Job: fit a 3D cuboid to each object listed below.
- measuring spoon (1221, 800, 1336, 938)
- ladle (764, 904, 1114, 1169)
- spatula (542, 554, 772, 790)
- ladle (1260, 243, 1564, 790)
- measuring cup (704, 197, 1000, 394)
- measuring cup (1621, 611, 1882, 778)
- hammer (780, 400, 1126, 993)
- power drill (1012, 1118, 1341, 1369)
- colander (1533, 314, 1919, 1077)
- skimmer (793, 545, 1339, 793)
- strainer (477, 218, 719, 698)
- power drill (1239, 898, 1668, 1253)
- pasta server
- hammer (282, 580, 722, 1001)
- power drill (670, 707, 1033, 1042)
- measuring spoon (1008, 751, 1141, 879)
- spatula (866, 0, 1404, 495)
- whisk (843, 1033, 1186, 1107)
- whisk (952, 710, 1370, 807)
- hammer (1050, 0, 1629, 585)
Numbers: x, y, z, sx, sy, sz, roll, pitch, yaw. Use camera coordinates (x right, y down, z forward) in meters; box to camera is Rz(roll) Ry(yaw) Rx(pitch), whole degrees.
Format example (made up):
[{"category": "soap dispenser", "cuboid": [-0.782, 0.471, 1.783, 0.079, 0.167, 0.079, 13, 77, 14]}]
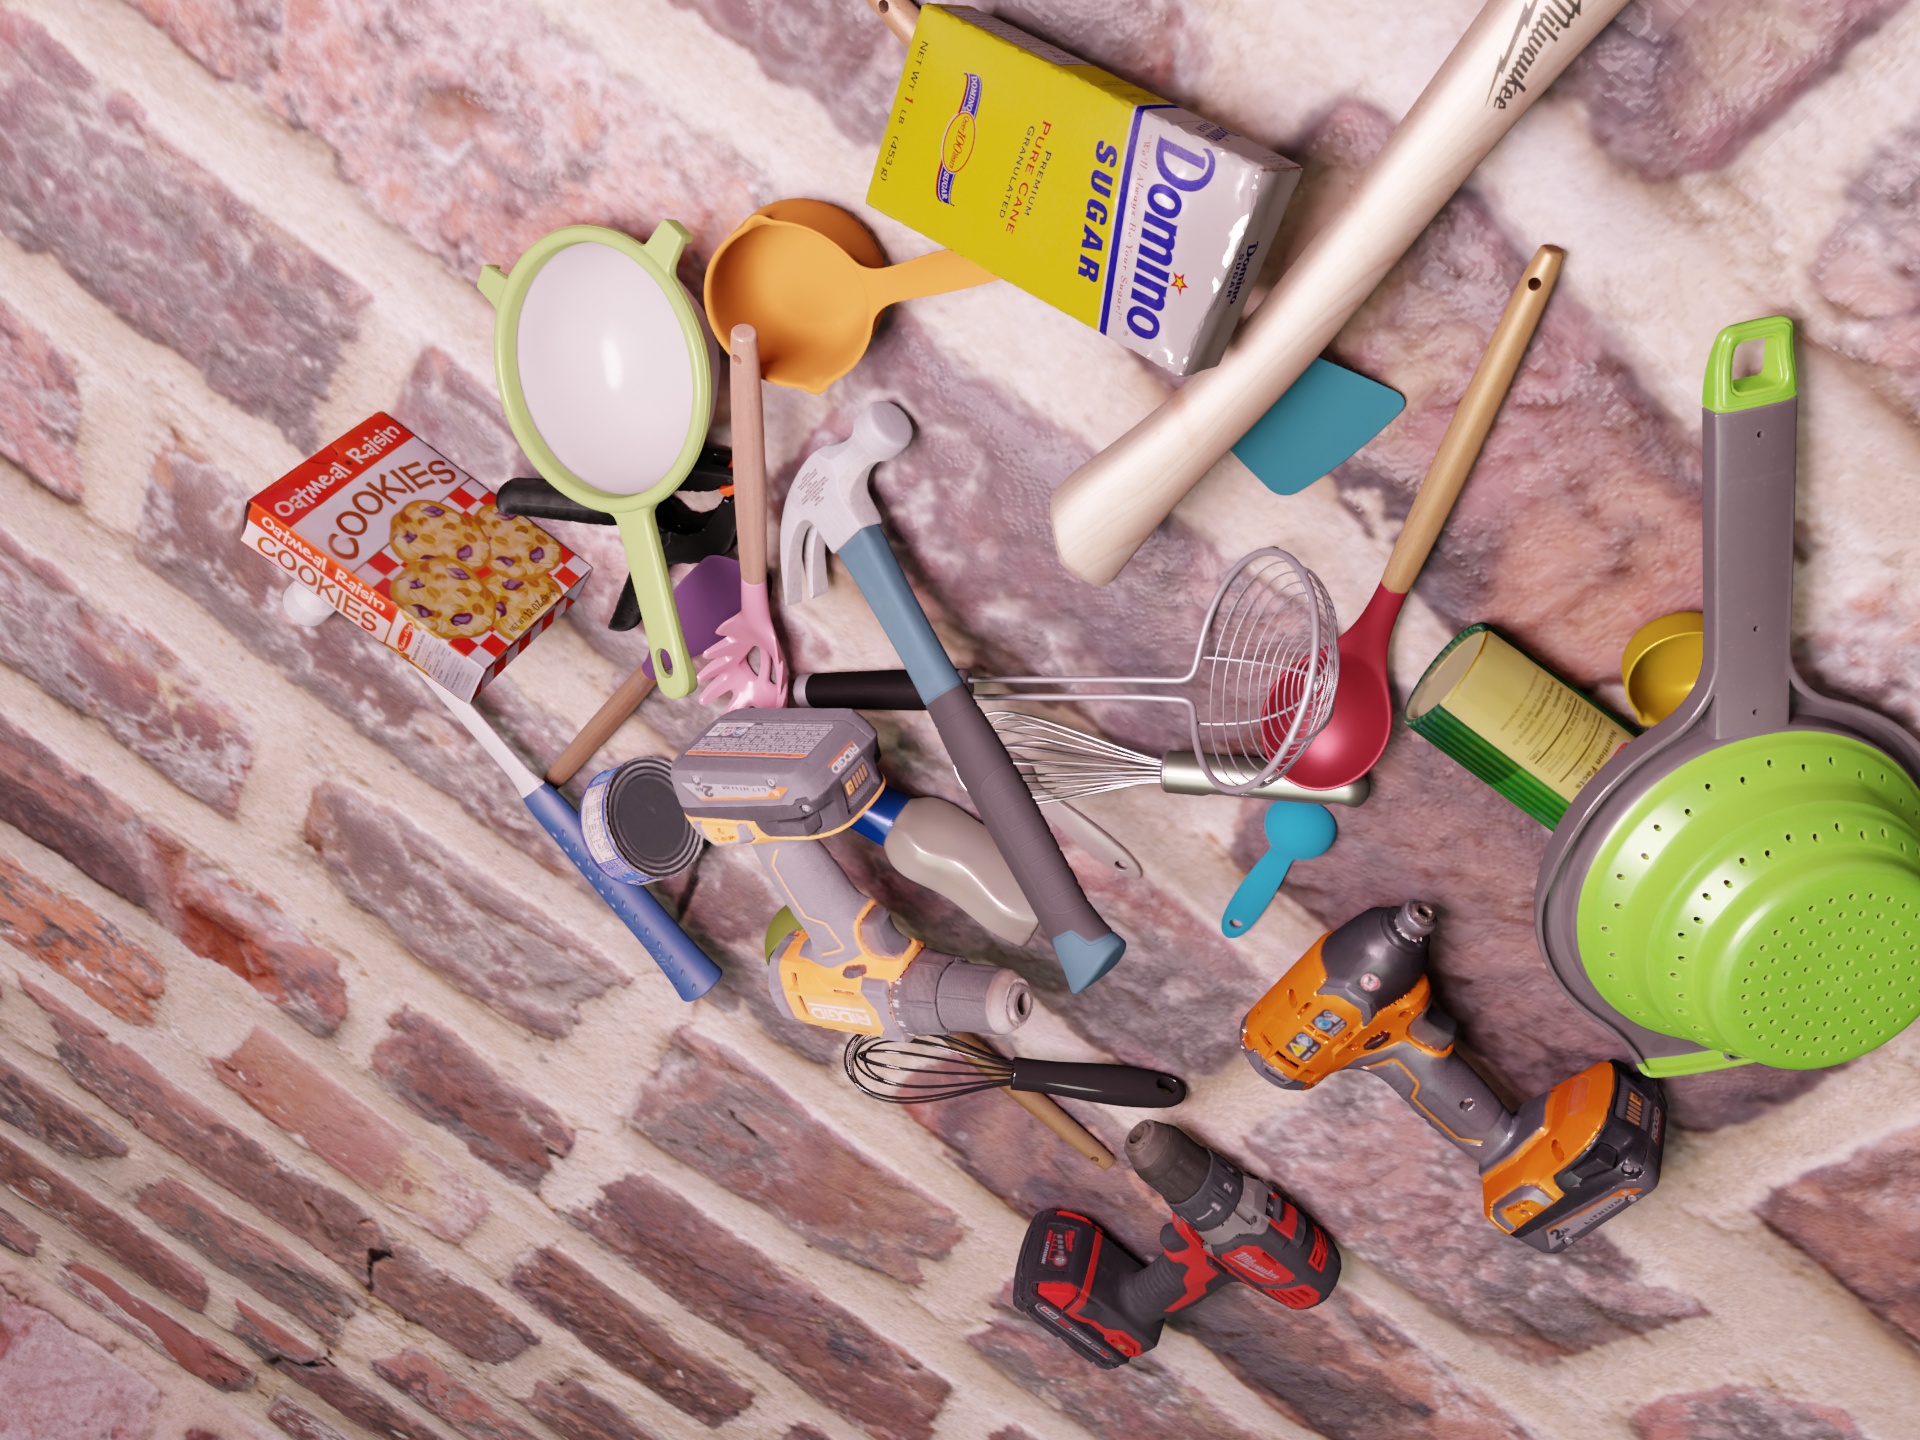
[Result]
[{"category": "measuring spoon", "cuboid": [0.184, 0.097, 0.956, 0.042, 0.021, 0.128, 27, 132, 5]}, {"category": "ladle", "cuboid": [-0.008, 0.233, 1.140, 0.320, 0.062, 0.078, 42, 124, -13]}, {"category": "spatula", "cuboid": [-0.214, -0.021, 1.057, 0.059, 0.018, 0.316, 17, 143, -31]}, {"category": "ladle", "cuboid": [0.223, -0.088, 0.787, 0.069, 0.031, 0.315, 28, 132, 14]}, {"category": "measuring cup", "cuboid": [-0.041, -0.225, 0.795, 0.173, 0.052, 0.095, -8, 124, 18]}, {"category": "measuring cup", "cuboid": [0.391, -0.004, 0.778, 0.156, 0.029, 0.062, 27, 127, -13]}, {"category": "hammer", "cuboid": [-0.001, -0.003, 0.879, 0.128, 0.033, 0.331, -34, 83, 44]}, {"category": "power drill", "cuboid": [0.138, 0.381, 1.165, 0.187, 0.080, 0.226, 41, 130, -16]}, {"category": "colander", "cuboid": [0.371, 0.023, 0.714, 0.204, 0.095, 0.396, -12, 115, 1]}, {"category": "skimmer", "cuboid": [0.039, -0.025, 0.884, 0.363, 0.127, 0.090, 0, 169, 32]}, {"category": "strainer", "cuboid": [-0.168, -0.142, 0.878, 0.151, 0.069, 0.256, -1, 107, 33]}, {"category": "power drill", "cuboid": [0.300, 0.204, 0.948, 0.226, 0.084, 0.164, 33, 133, 4]}, {"category": "pasta server", "cuboid": [-0.122, -0.095, 0.904, 0.060, 0.040, 0.316, 26, 146, 12]}, {"category": "hammer", "cuboid": [-0.306, 0.040, 1.121, 0.144, 0.035, 0.405, -24, 109, 44]}, {"category": "power drill", "cuboid": [-0.062, 0.105, 0.974, 0.185, 0.084, 0.226, 1, 124, 35]}, {"category": "measuring spoon", "cuboid": [0.063, 0.064, 0.993, 0.124, 0.018, 0.034, 38, 133, -7]}, {"category": "spatula", "cuboid": [0.073, -0.231, 0.751, 0.317, 0.044, 0.082, 45, 132, -6]}, {"category": "whisk", "cuboid": [0.038, 0.246, 1.099, 0.239, 0.055, 0.055, 6, 131, -2]}, {"category": "whisk", "cuboid": [0.112, 0.030, 0.925, 0.246, 0.058, 0.059, 4, 99, 18]}, {"category": "hammer", "cuboid": [0.179, -0.199, 0.678, 0.146, 0.038, 0.410, 36, 125, -6]}]
